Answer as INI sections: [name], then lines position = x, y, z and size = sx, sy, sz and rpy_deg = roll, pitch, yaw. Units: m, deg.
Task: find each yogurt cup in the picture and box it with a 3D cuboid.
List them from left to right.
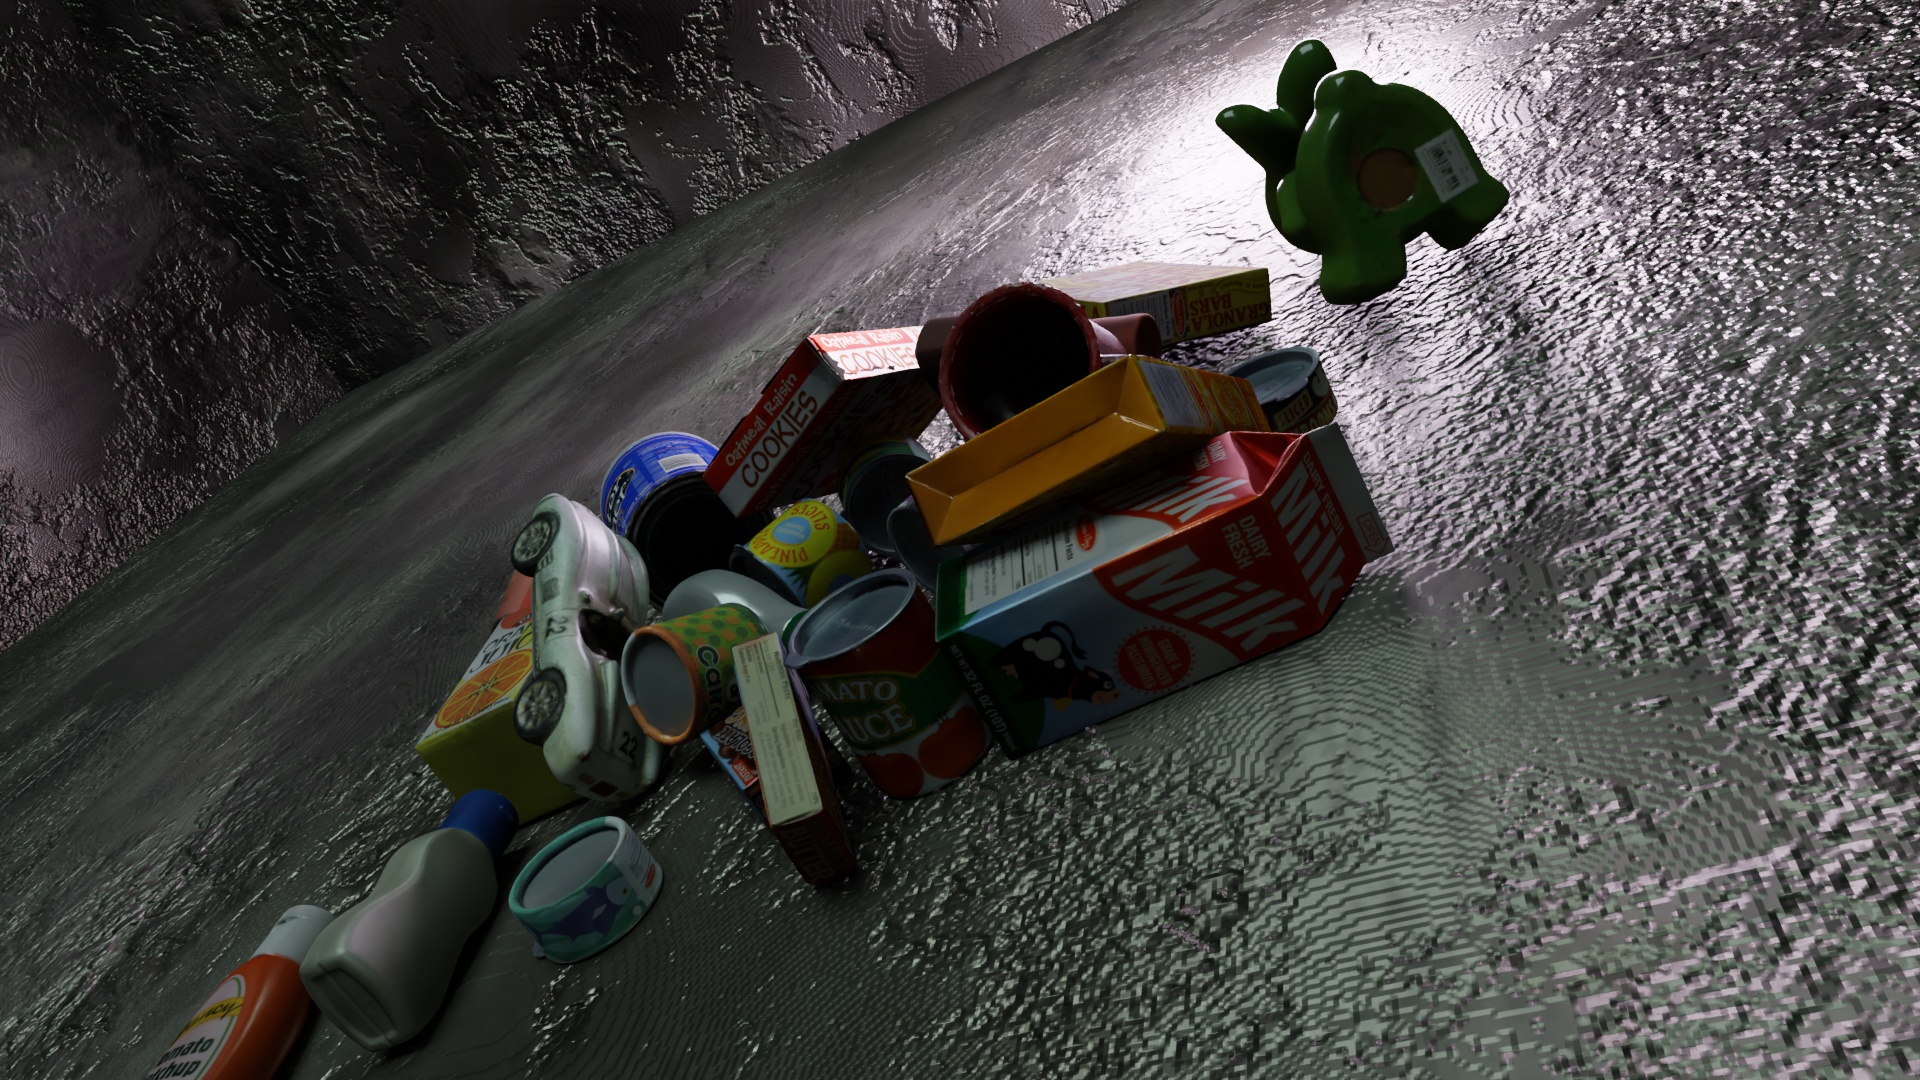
[yogurt cup]
position = -0.301, 0.056, 1.001
size = 0.072, 0.072, 0.054
rpy_deg = -18, 33, 25

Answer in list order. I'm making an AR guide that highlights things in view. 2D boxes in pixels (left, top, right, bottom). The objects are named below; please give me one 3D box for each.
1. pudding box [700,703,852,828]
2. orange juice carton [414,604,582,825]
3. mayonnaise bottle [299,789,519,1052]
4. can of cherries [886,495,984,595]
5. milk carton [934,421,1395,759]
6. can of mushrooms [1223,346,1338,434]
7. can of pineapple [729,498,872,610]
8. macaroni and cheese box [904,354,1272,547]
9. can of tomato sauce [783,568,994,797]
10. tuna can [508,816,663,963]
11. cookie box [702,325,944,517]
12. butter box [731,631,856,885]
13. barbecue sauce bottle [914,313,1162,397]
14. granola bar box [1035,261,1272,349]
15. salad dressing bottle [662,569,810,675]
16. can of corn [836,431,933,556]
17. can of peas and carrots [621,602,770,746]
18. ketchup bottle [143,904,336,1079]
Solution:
[pudding box]
position = -0.093, 0.106, 0.692
size = 0.050, 0.030, 0.084
rpy_deg = -36, 23, -13
[orange juice carton]
position = -0.253, 0.088, 0.862
size = 0.071, 0.073, 0.193
rpy_deg = -25, 22, 15
[mayonnaise bottle]
position = -0.269, 0.183, 0.702
size = 0.041, 0.064, 0.149
rpy_deg = -27, 18, 17
[can of cherries]
position = 0.003, -0.010, 0.768
size = 0.058, 0.071, 0.071
rpy_deg = -42, 25, -29
[milk carton]
position = 0.089, 0.016, 0.612
size = 0.190, 0.072, 0.074
rpy_deg = -25, 23, 12
[can of mushrooms]
position = 0.170, -0.074, 0.754
size = 0.071, 0.033, 0.071
rpy_deg = -24, 23, 11
[can of pineapple]
position = -0.096, 0.015, 0.834
size = 0.058, 0.070, 0.071
rpy_deg = -43, 26, -29
[macaroni and cheese box]
position = 0.069, -0.041, 0.674
size = 0.123, 0.040, 0.167
rpy_deg = -26, -10, 27
[can of tomato sauce]
position = -0.031, 0.066, 0.632
size = 0.071, 0.083, 0.071
rpy_deg = -25, 23, 11
[tuna can]
position = -0.181, 0.167, 0.664
size = 0.071, 0.032, 0.071
rpy_deg = -24, 23, 11
[cookie box]
position = -0.075, -0.081, 0.901
size = 0.122, 0.040, 0.168
rpy_deg = -49, -15, 28
[butter box]
position = -0.075, 0.096, 0.616
size = 0.024, 0.053, 0.104
rpy_deg = -21, 47, -2
[barbecue sauce bottle]
position = 0.048, -0.113, 0.844
size = 0.148, 0.064, 0.044
rpy_deg = 0, 60, 34
[granola bar box]
position = 0.112, -0.159, 0.945
size = 0.124, 0.039, 0.166
rpy_deg = -15, 18, -20
[salad dressing bottle]
position = -0.111, 0.052, 0.791
size = 0.147, 0.064, 0.044
rpy_deg = 8, 32, 44
[can of corn]
position = -0.045, -0.029, 0.870
size = 0.071, 0.071, 0.058
rpy_deg = -30, 22, 0
[can of peas and carrots]
position = -0.138, 0.072, 0.746
size = 0.071, 0.071, 0.059
rpy_deg = -7, 6, 42
[ketchup bottle]
position = -0.360, 0.247, 0.693
size = 0.064, 0.043, 0.149
rpy_deg = -22, 23, 17
